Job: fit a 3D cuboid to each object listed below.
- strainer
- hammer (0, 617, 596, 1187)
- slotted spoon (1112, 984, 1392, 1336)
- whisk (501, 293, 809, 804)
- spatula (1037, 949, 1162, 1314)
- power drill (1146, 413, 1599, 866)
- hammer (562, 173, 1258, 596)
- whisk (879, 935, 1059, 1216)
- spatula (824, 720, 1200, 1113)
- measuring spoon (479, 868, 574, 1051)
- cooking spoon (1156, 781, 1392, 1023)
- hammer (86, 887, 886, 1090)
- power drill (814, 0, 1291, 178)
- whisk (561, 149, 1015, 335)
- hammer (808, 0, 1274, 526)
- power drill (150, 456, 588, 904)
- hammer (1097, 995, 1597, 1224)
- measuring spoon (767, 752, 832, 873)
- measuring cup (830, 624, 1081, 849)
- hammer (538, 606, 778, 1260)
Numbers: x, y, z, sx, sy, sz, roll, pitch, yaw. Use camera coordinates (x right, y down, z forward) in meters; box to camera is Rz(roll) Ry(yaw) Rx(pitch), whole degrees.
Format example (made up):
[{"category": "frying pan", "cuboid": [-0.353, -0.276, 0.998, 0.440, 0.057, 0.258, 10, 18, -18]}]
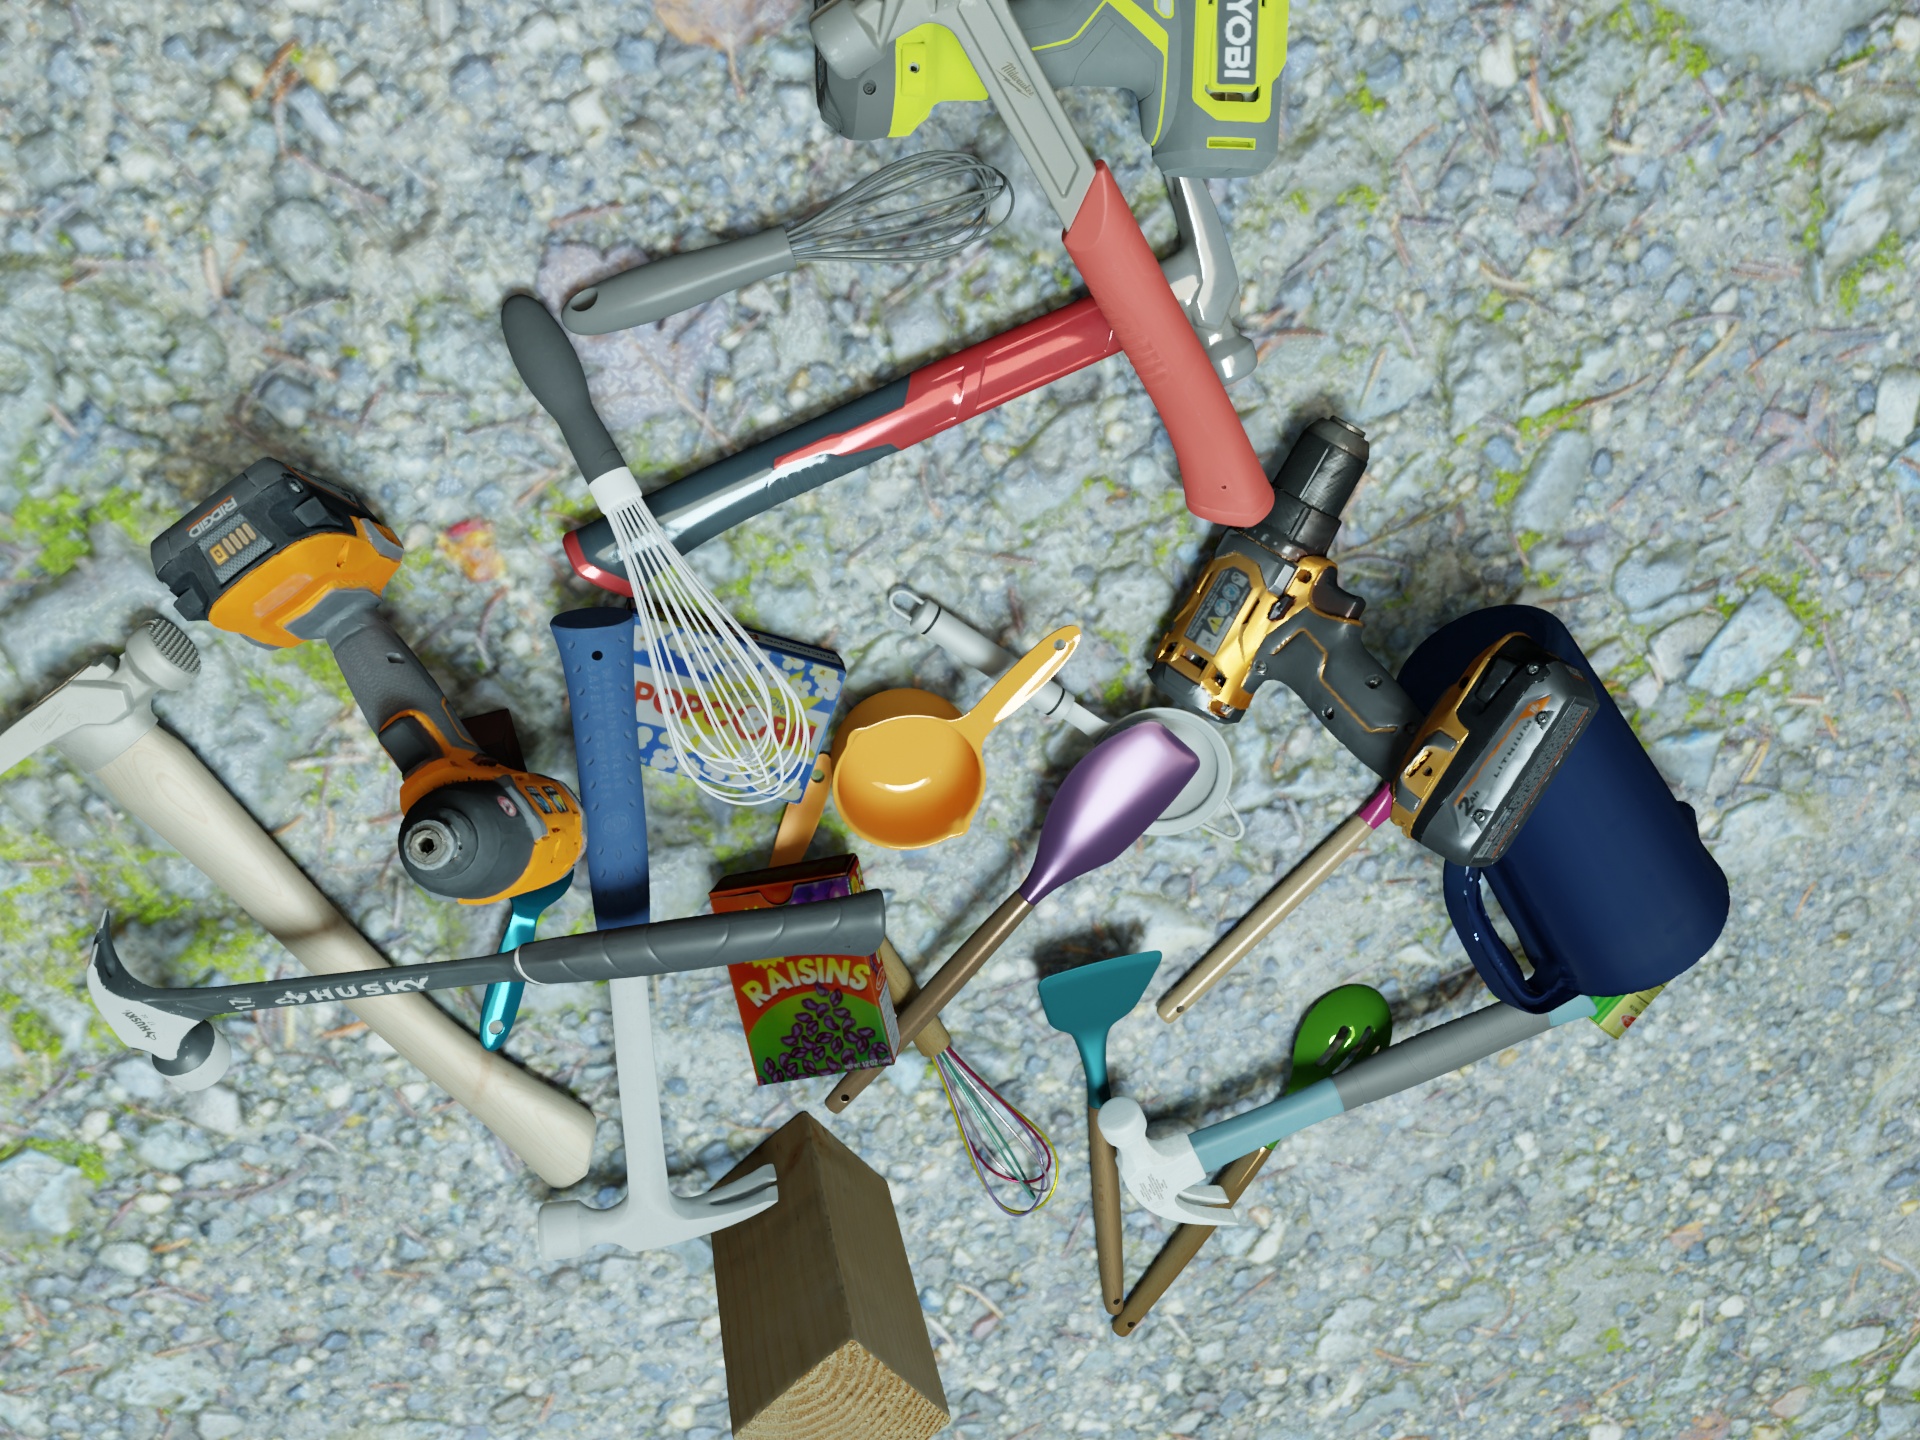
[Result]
[{"category": "strainer", "cuboid": [0.065, -0.007, 0.940, 0.258, 0.050, 0.087, 32, 114, -17]}, {"category": "hammer", "cuboid": [-0.359, 0.137, 0.899, 0.146, 0.038, 0.410, -35, 116, 4]}, {"category": "slotted spoon", "cuboid": [0.199, 0.316, 1.113, 0.070, 0.031, 0.313, 30, 104, -18]}, {"category": "whisk", "cuboid": [-0.158, -0.088, 0.801, 0.070, 0.070, 0.284, -27, 91, -1]}, {"category": "spatula", "cuboid": [0.097, 0.283, 1.065, 0.082, 0.044, 0.317, -12, 115, -12]}, {"category": "power drill", "cuboid": [0.232, -0.048, 0.878, 0.084, 0.226, 0.185, 7, 115, -55]}, {"category": "hammer", "cuboid": [-0.036, -0.178, 0.846, 0.386, 0.038, 0.143, -25, 114, -3]}, {"category": "whisk", "cuboid": [-0.003, 0.222, 1.017, 0.047, 0.051, 0.244, -27, 110, 10]}, {"category": "spatula", "cuboid": [0.021, 0.123, 0.956, 0.059, 0.018, 0.316, 39, 102, -12]}, {"category": "measuring spoon", "cuboid": [-0.252, 0.129, 0.909, 0.042, 0.021, 0.128, 15, 90, -24]}, {"category": "cooking spoon", "cuboid": [0.244, 0.084, 1.032, 0.319, 0.017, 0.068, -46, 121, 7]}, {"category": "hammer", "cuboid": [-0.241, 0.125, 0.827, 0.409, 0.036, 0.149, -7, 145, 0]}, {"category": "power drill", "cuboid": [0.047, -0.362, 0.756, 0.228, 0.080, 0.190, -2, 103, -9]}, {"category": "whisk", "cuboid": [-0.087, -0.237, 0.806, 0.239, 0.055, 0.055, -18, 115, -1]}, {"category": "hammer", "cuboid": [0.084, -0.227, 0.772, 0.149, 0.037, 0.358, -24, 134, 18]}, {"category": "power drill", "cuboid": [-0.274, -0.010, 0.752, 0.084, 0.164, 0.226, -37, 89, -1]}, {"category": "hammer", "cuboid": [0.261, 0.240, 1.049, 0.331, 0.033, 0.128, -23, 123, 1]}, {"category": "measuring spoon", "cuboid": [-0.100, 0.072, 0.949, 0.021, 0.011, 0.117, 21, 103, -1]}, {"category": "measuring cup", "cuboid": [-0.001, -0.003, 0.912, 0.173, 0.052, 0.095, -42, 115, 10]}, {"category": "hammer", "cuboid": [-0.183, 0.132, 0.898, 0.144, 0.035, 0.405, -5, 114, -11]}]
